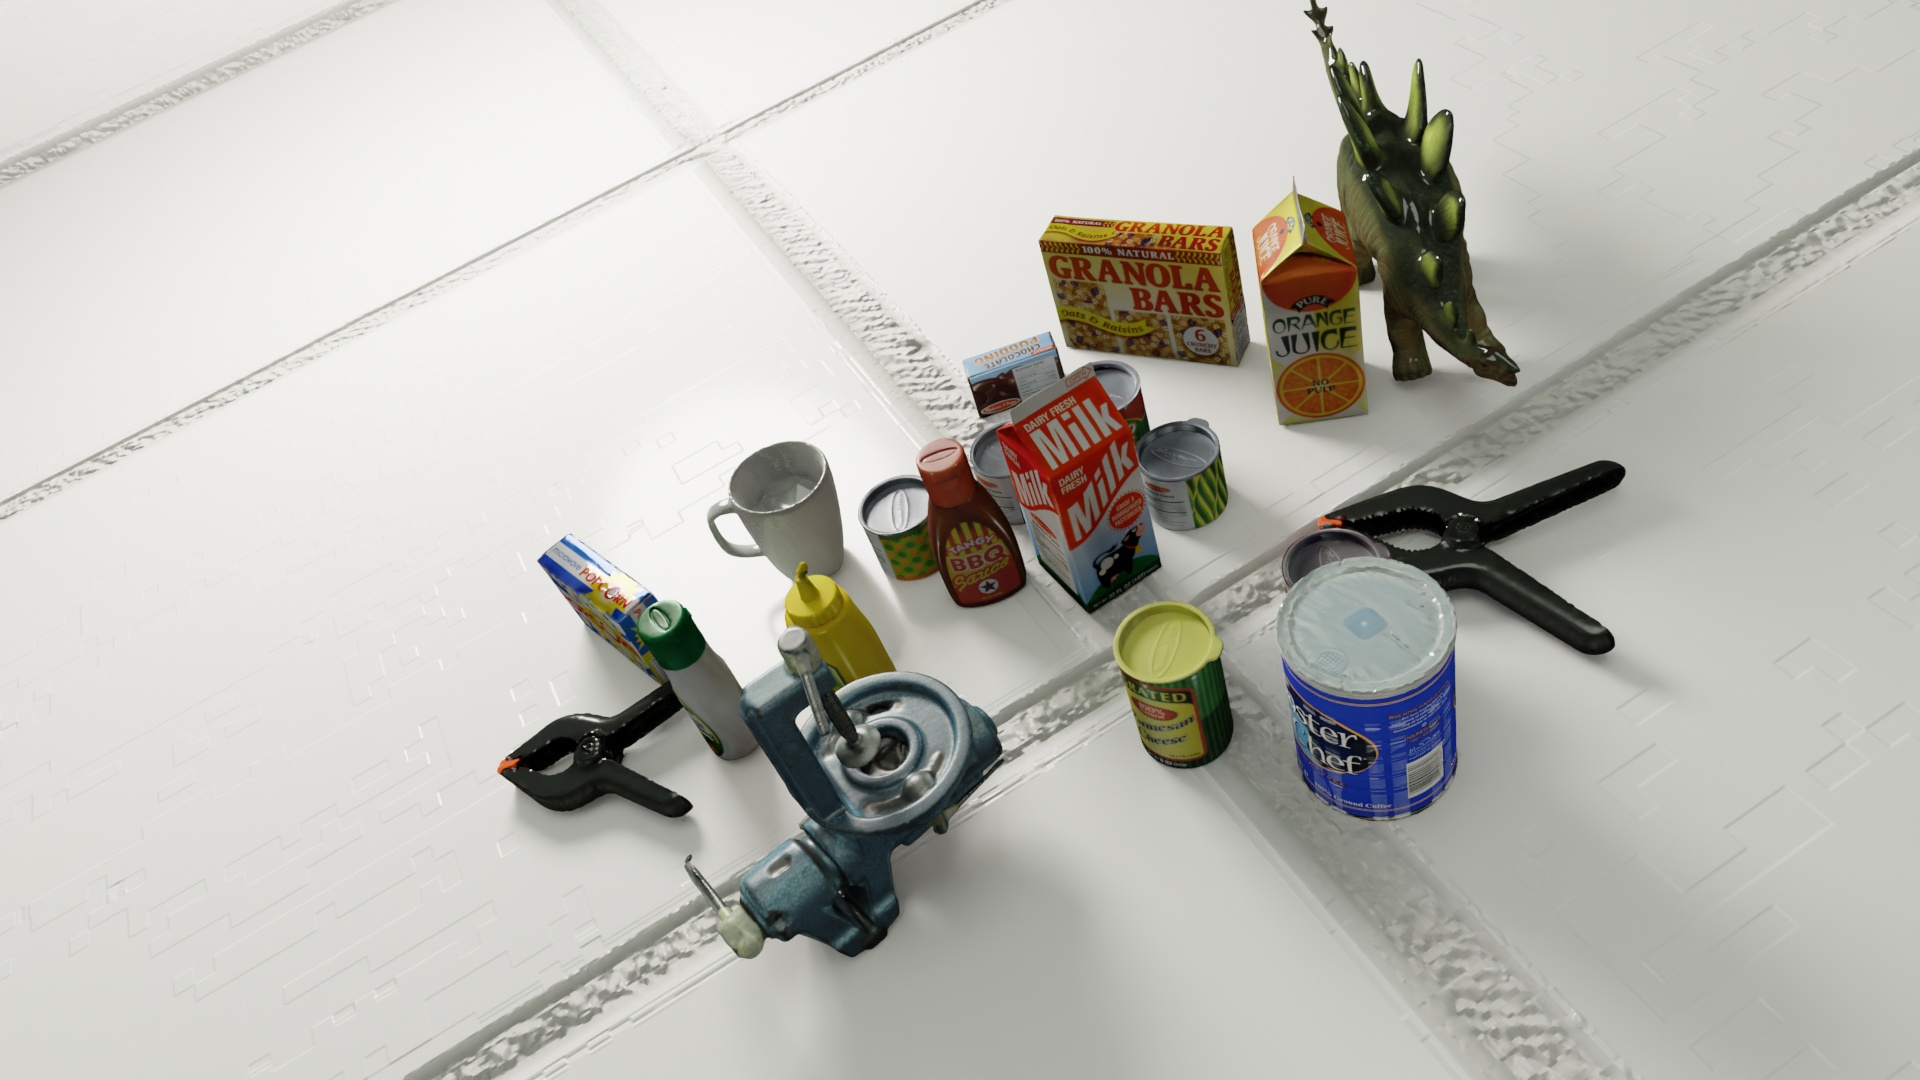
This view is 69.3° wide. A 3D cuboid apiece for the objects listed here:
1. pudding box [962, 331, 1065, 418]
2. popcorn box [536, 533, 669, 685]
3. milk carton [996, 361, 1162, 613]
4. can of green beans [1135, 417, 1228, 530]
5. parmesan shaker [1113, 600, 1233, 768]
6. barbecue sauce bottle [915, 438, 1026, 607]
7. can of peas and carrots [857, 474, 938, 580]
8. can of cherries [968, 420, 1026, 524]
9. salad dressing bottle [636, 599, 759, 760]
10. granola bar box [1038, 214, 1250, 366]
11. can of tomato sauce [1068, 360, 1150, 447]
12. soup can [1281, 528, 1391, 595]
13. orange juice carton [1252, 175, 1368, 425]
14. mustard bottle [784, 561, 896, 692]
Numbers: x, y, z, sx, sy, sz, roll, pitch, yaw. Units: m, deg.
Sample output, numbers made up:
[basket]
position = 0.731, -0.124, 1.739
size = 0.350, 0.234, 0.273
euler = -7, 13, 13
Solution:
[pudding box]
position = 0.048, -0.146, 1.227
size = 0.084, 0.049, 0.030
euler = -19, 45, 2
[popcorn box]
position = -0.281, 0.055, 1.130
size = 0.127, 0.084, 0.038
euler = 29, 63, 38
[milk carton]
position = 0.085, -0.043, 1.015
size = 0.072, 0.189, 0.074
euler = -33, 46, -11
[can of green beans]
position = 0.173, -0.050, 1.084
size = 0.071, 0.057, 0.071
euler = -10, 46, 11
[parmesan shaker]
position = 0.146, 0.098, 0.921
size = 0.071, 0.102, 0.072
euler = -10, 46, 11
[barbecue sauce bottle]
position = 0.004, -0.013, 1.046
size = 0.065, 0.147, 0.044
euler = -18, 45, 3
[can of peas and carrots]
position = -0.041, -0.011, 1.124
size = 0.071, 0.058, 0.071
euler = -10, 46, 11
[can of cherries]
position = 0.048, -0.057, 1.136
size = 0.071, 0.058, 0.072
euler = -10, 46, 11
[salad dressing bottle]
position = -0.188, 0.102, 1.008
size = 0.044, 0.147, 0.064
euler = -35, 46, -13
[granola bar box]
position = 0.160, -0.216, 1.200
size = 0.165, 0.123, 0.039
euler = 11, 53, 28
[can of tomato sauce]
position = 0.120, -0.092, 1.125
size = 0.071, 0.082, 0.071
euler = -10, 46, 11
[soup can]
position = 0.259, 0.043, 0.946
size = 0.071, 0.083, 0.072
euler = -10, 46, 11
[orange juice carton]
position = 0.271, -0.185, 1.081
size = 0.073, 0.191, 0.072
euler = -8, 46, 14
[mustard bottle]
position = -0.093, 0.070, 0.994
size = 0.065, 0.159, 0.049
euler = 15, 55, 31
